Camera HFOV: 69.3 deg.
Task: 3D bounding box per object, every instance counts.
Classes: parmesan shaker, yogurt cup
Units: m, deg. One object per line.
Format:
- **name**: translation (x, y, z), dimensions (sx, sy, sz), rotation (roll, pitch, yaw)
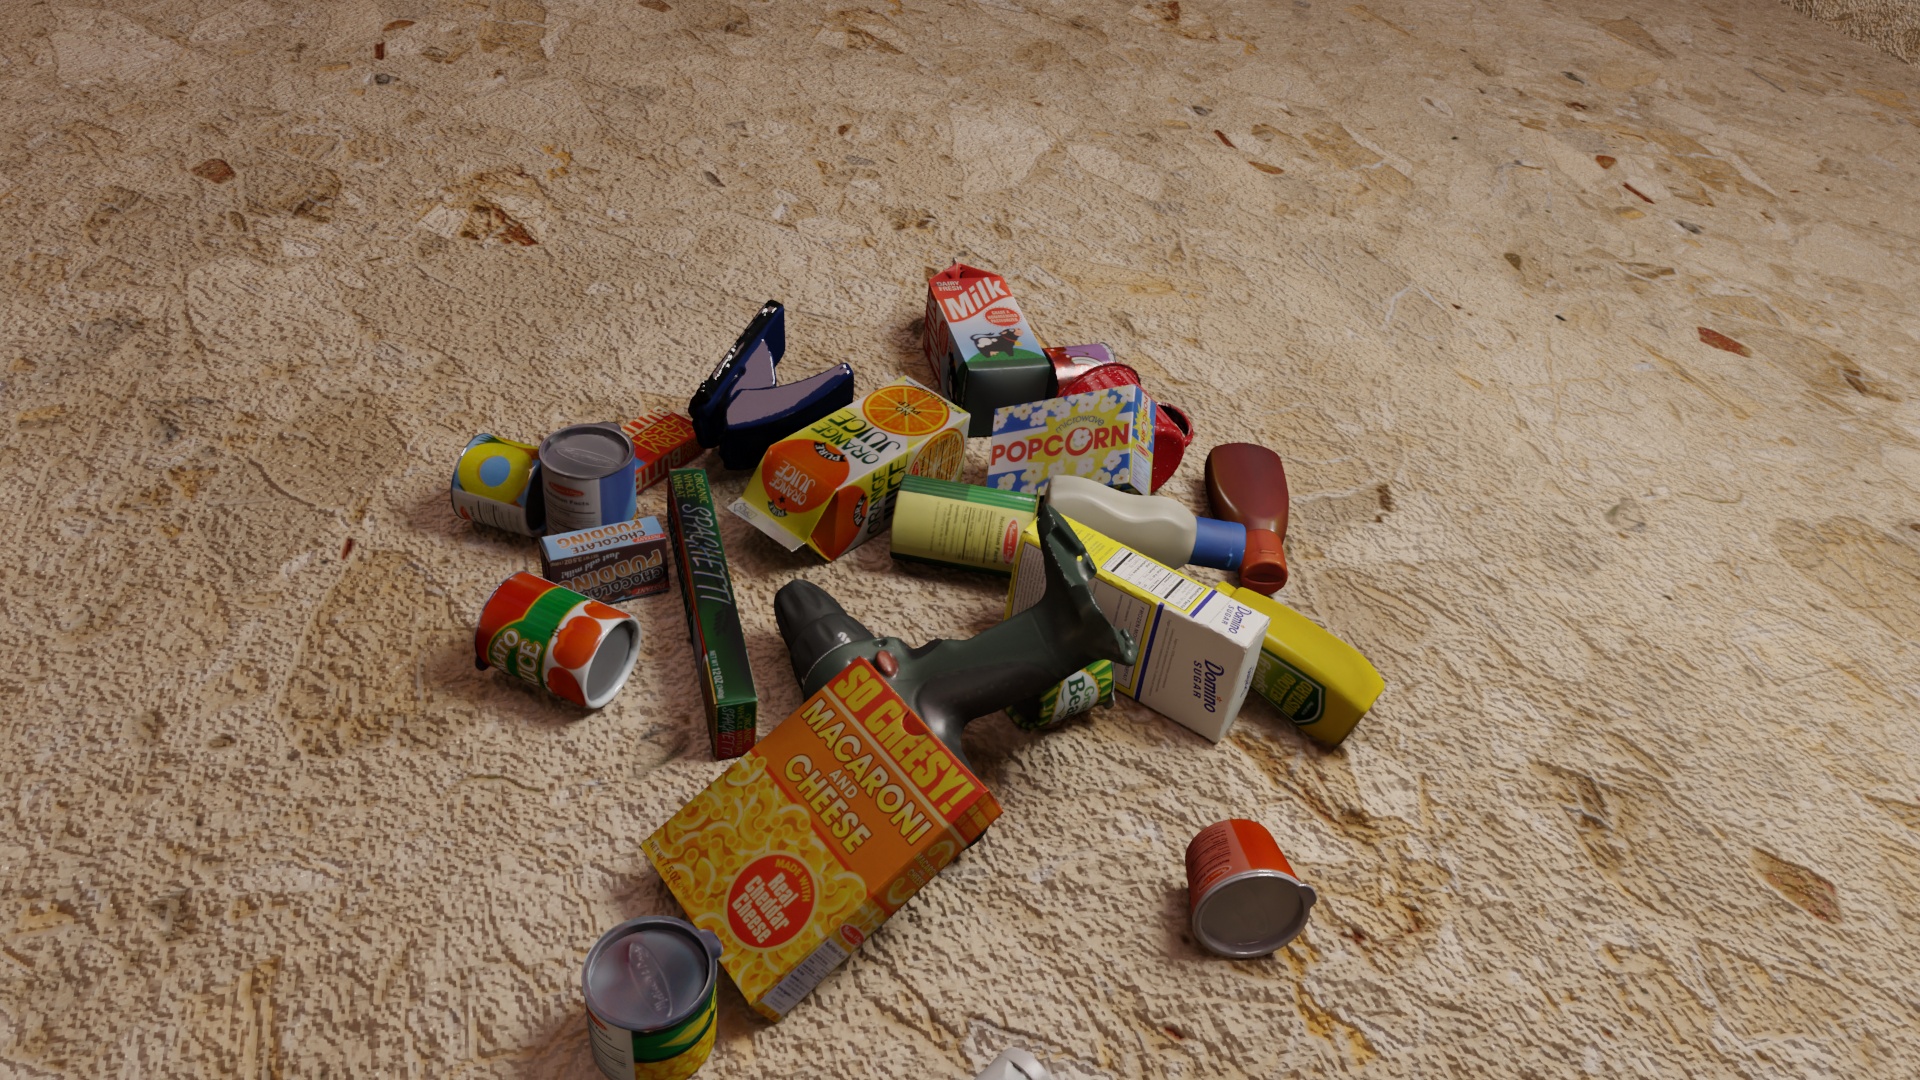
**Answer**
- **parmesan shaker**: translation (0.004, -0.013, 1.037), dimensions (0.103, 0.071, 0.072), rotation (10, 39, 3)
- **yogurt cup**: translation (0.163, 0.200, 0.808), dimensions (0.072, 0.072, 0.054), rotation (2, 31, -7)

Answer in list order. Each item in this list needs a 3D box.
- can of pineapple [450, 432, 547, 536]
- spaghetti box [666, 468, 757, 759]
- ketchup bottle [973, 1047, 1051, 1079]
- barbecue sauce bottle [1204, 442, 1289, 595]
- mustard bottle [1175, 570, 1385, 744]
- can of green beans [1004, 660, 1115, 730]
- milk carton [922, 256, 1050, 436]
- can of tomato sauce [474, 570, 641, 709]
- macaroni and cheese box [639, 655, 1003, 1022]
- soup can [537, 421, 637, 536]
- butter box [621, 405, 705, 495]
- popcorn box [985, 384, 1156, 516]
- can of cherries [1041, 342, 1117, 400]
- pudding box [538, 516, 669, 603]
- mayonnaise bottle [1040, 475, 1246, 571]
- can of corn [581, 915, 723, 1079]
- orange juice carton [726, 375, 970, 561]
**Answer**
- **can of pineapple**: translation (-0.330, -0.042, 1.021), dimensions (0.058, 0.070, 0.071), rotation (15, 39, 7)
- **spaghetti box**: translation (-0.174, 0.041, 0.958), dimensions (0.029, 0.049, 0.251), rotation (-4, 40, -17)
- **ketchup bottle**: translation (-0.015, 0.304, 0.665), dimensions (0.065, 0.043, 0.149), rotation (34, 45, 29)
- **barbecue sauce bottle**: translation (0.232, -0.019, 1.103), dimensions (0.065, 0.043, 0.149), rotation (6, 39, -2)
- **mustard bottle**: translation (0.209, 0.073, 0.955), dimensions (0.160, 0.065, 0.049), rotation (36, 50, 16)
- **can of green beans**: translation (0.060, 0.087, 0.926), dimensions (0.058, 0.070, 0.071), rotation (-17, 45, -27)
- **milk carton**: translation (0.014, -0.177, 1.240), dimensions (0.073, 0.072, 0.191), rotation (-5, 40, -14)
- **can of tomato sauce**: translation (-0.261, 0.066, 0.901), dimensions (0.083, 0.070, 0.071), rotation (20, 40, 14)
- **macaroni and cheese box**: translation (-0.078, 0.162, 0.776), dimensions (0.167, 0.040, 0.124), rotation (-41, 55, -10)
- **soup can**: translation (-0.267, -0.034, 1.008), dimensions (0.071, 0.083, 0.072), rotation (5, 39, -4)
- **butter box**: translation (-0.254, -0.068, 1.100), dimensions (0.053, 0.024, 0.104), rotation (26, 42, 23)
- **popcorn box**: translation (0.084, -0.067, 1.072), dimensions (0.126, 0.038, 0.085), rotation (-7, 63, 31)
- **can of cherries**: translation (0.100, -0.137, 1.207), dimensions (0.058, 0.071, 0.072), rotation (-7, 41, -17)
- **pudding box**: translation (-0.250, 0.017, 0.975), dimensions (0.084, 0.049, 0.030), rotation (-12, 41, -23)
- **mayonnaise bottle**: translation (0.133, -0.006, 1.019), dimensions (0.148, 0.064, 0.041), rotation (10, 36, -4)
- **can of corn**: translation (-0.156, 0.236, 0.713), dimensions (0.071, 0.058, 0.071), rotation (4, 39, -4)
- **orange juice carton**: translation (-0.083, -0.049, 1.066), dimensions (0.072, 0.072, 0.193), rotation (33, 46, 27)
